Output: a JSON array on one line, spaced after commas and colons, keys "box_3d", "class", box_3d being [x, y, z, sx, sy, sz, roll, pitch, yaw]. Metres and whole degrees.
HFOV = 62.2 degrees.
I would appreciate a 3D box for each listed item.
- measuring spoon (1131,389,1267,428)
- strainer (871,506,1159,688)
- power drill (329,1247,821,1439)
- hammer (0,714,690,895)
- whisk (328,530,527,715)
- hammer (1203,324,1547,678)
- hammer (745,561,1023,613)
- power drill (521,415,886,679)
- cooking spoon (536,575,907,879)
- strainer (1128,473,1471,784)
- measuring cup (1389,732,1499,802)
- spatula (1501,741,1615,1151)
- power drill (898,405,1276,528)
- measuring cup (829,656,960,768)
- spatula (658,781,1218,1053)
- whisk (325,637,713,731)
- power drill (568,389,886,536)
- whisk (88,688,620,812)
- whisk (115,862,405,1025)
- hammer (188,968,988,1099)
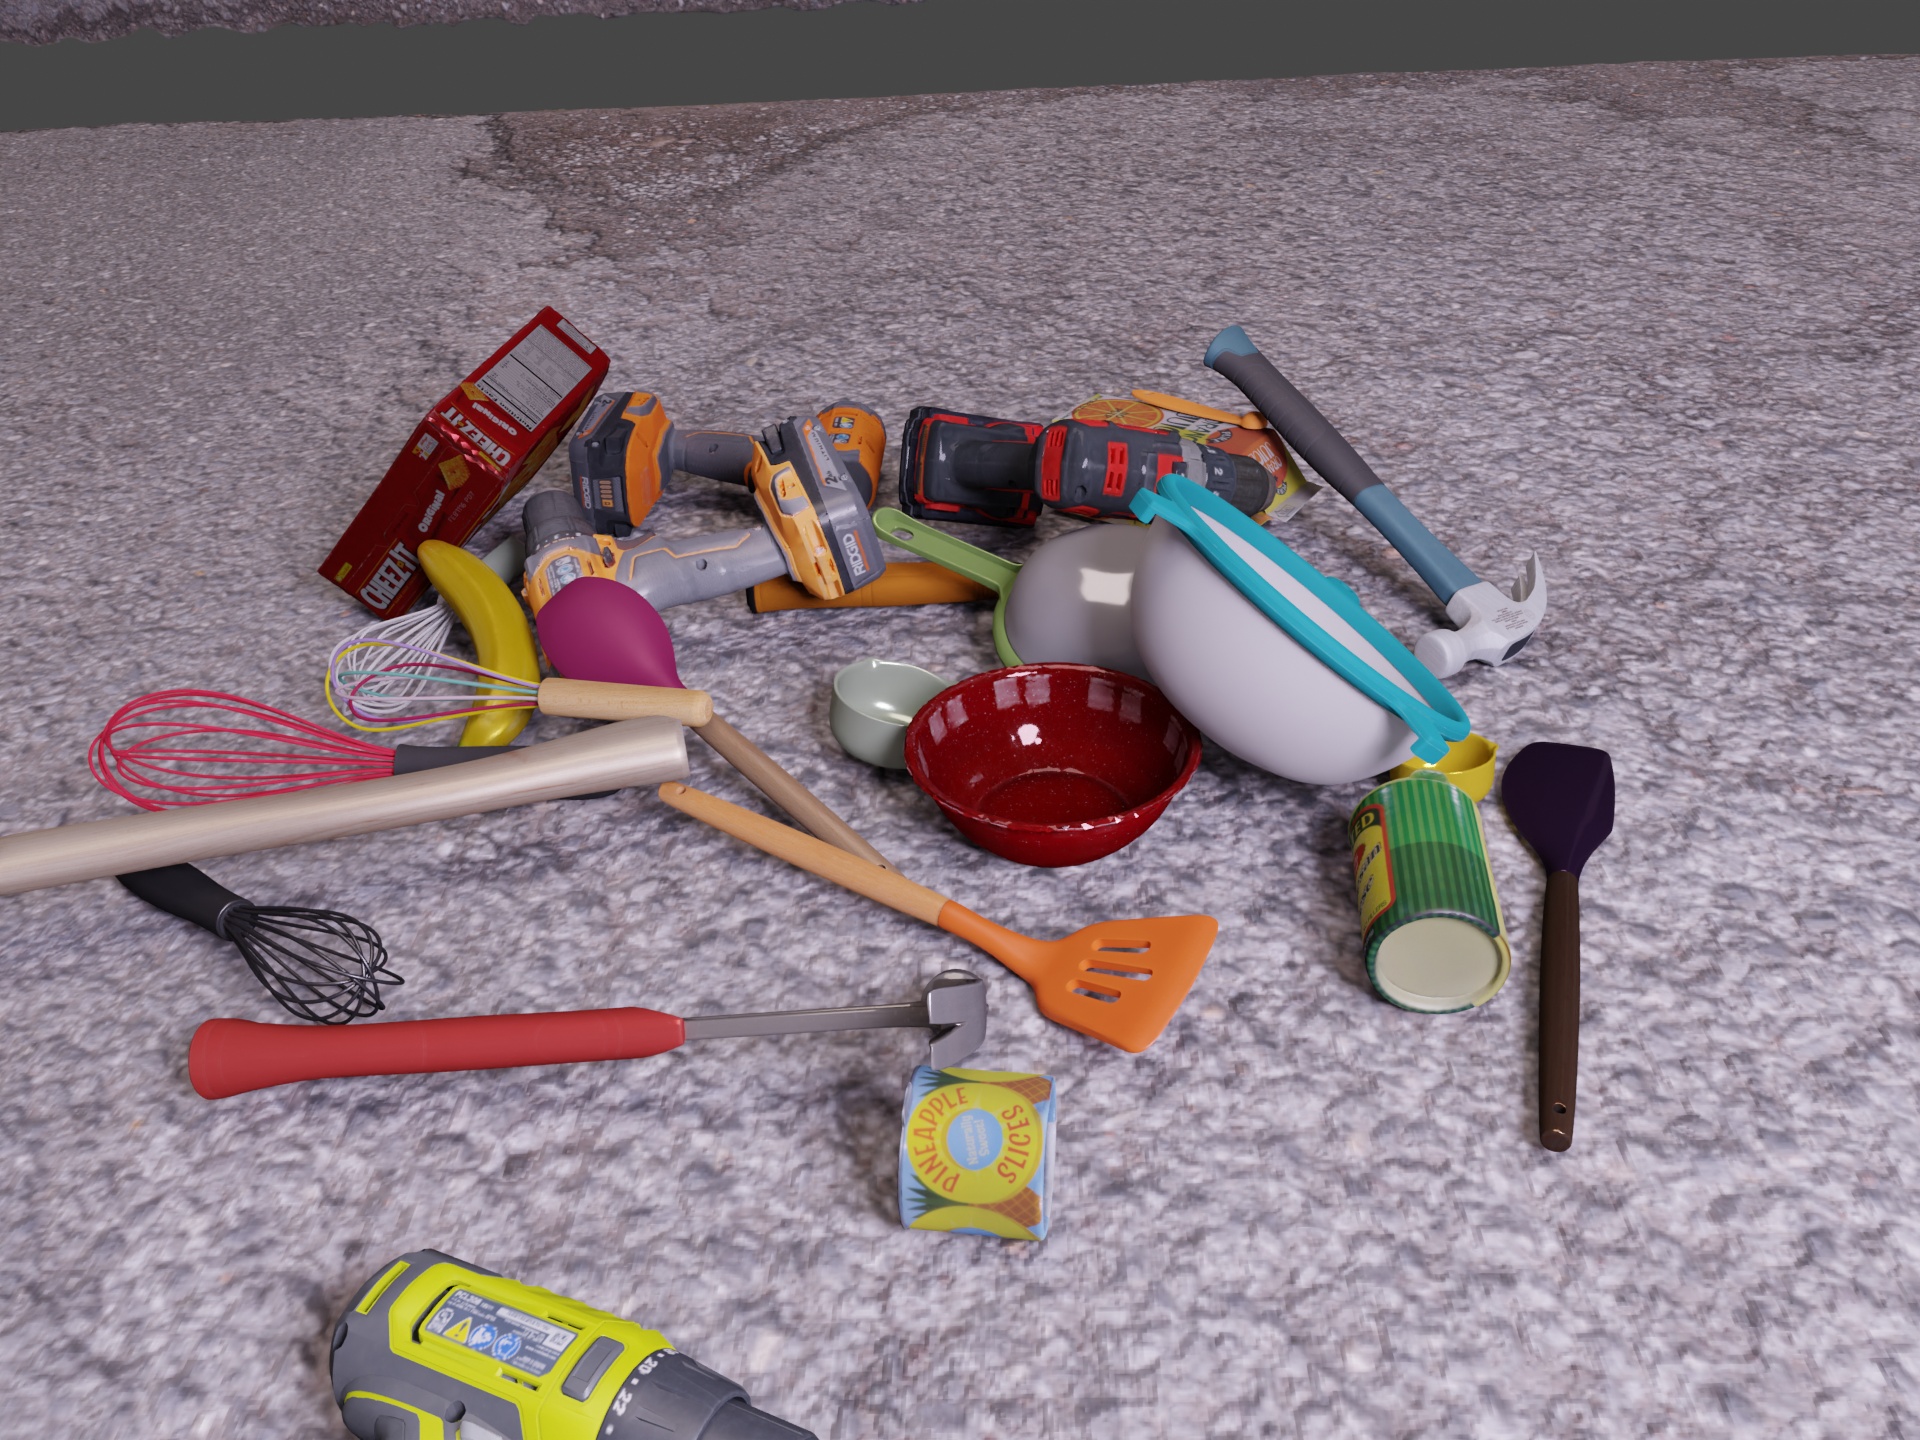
[{"box_3d": [0.175, -0.233, 1.174, 0.117, 0.011, 0.021, 23, 37, 34], "class": "measuring spoon"}, {"box_3d": [0.050, -0.099, 0.996, 0.256, 0.069, 0.151, 26, 54, 22], "class": "strainer"}, {"box_3d": [-0.162, 0.282, 0.496, 0.190, 0.080, 0.228, 11, 33, 21], "class": "power drill"}, {"box_3d": [-0.346, 0.055, 0.820, 0.410, 0.038, 0.146, -10, 24, -11], "class": "hammer"}, {"box_3d": [-0.349, -0.073, 1.082, 0.058, 0.059, 0.246, 37, 32, -7], "class": "whisk"}, {"box_3d": [0.268, -0.161, 1.080, 0.128, 0.033, 0.331, -16, 55, -28], "class": "hammer"}, {"box_3d": [0.021, -0.091, 1.084, 0.337, 0.034, 0.127, -2, 32, 2], "class": "hammer"}, {"box_3d": [-0.183, -0.122, 1.059, 0.226, 0.084, 0.186, -24, 48, -6], "class": "power drill"}, {"box_3d": [-0.141, 0.005, 0.910, 0.319, 0.017, 0.069, 37, 74, 29], "class": "cooking spoon"}, {"box_3d": [0.183, -0.040, 0.919, 0.211, 0.095, 0.340, 42, 17, 9], "class": "strainer"}, {"box_3d": [0.267, 0.010, 0.927, 0.062, 0.029, 0.157, -5, 21, 3], "class": "measuring cup"}, {"box_3d": [0.297, 0.095, 0.792, 0.060, 0.018, 0.316, 7, 33, 17], "class": "spatula"}, {"box_3d": [0.083, -0.168, 1.088, 0.187, 0.080, 0.227, 0, 8, -36], "class": "power drill"}, {"box_3d": [-0.002, -0.003, 0.961, 0.167, 0.038, 0.083, -2, 33, -30], "class": "measuring cup"}, {"box_3d": [-0.029, 0.083, 0.802, 0.323, 0.041, 0.081, 20, 55, 26], "class": "spatula"}, {"box_3d": [-0.260, -0.012, 0.922, 0.245, 0.051, 0.047, 4, 60, 14], "class": "whisk"}, {"box_3d": [-0.174, -0.188, 1.208, 0.226, 0.084, 0.164, 2, 34, 1], "class": "power drill"}, {"box_3d": [-0.340, 0.023, 0.907, 0.295, 0.073, 0.073, 3, 33, -8], "class": "whisk"}, {"box_3d": [-0.369, 0.101, 0.816, 0.239, 0.055, 0.055, 16, 37, 34], "class": "whisk"}, {"box_3d": [-0.168, 0.140, 0.699, 0.359, 0.037, 0.149, -5, -6, 6], "class": "hammer"}]
